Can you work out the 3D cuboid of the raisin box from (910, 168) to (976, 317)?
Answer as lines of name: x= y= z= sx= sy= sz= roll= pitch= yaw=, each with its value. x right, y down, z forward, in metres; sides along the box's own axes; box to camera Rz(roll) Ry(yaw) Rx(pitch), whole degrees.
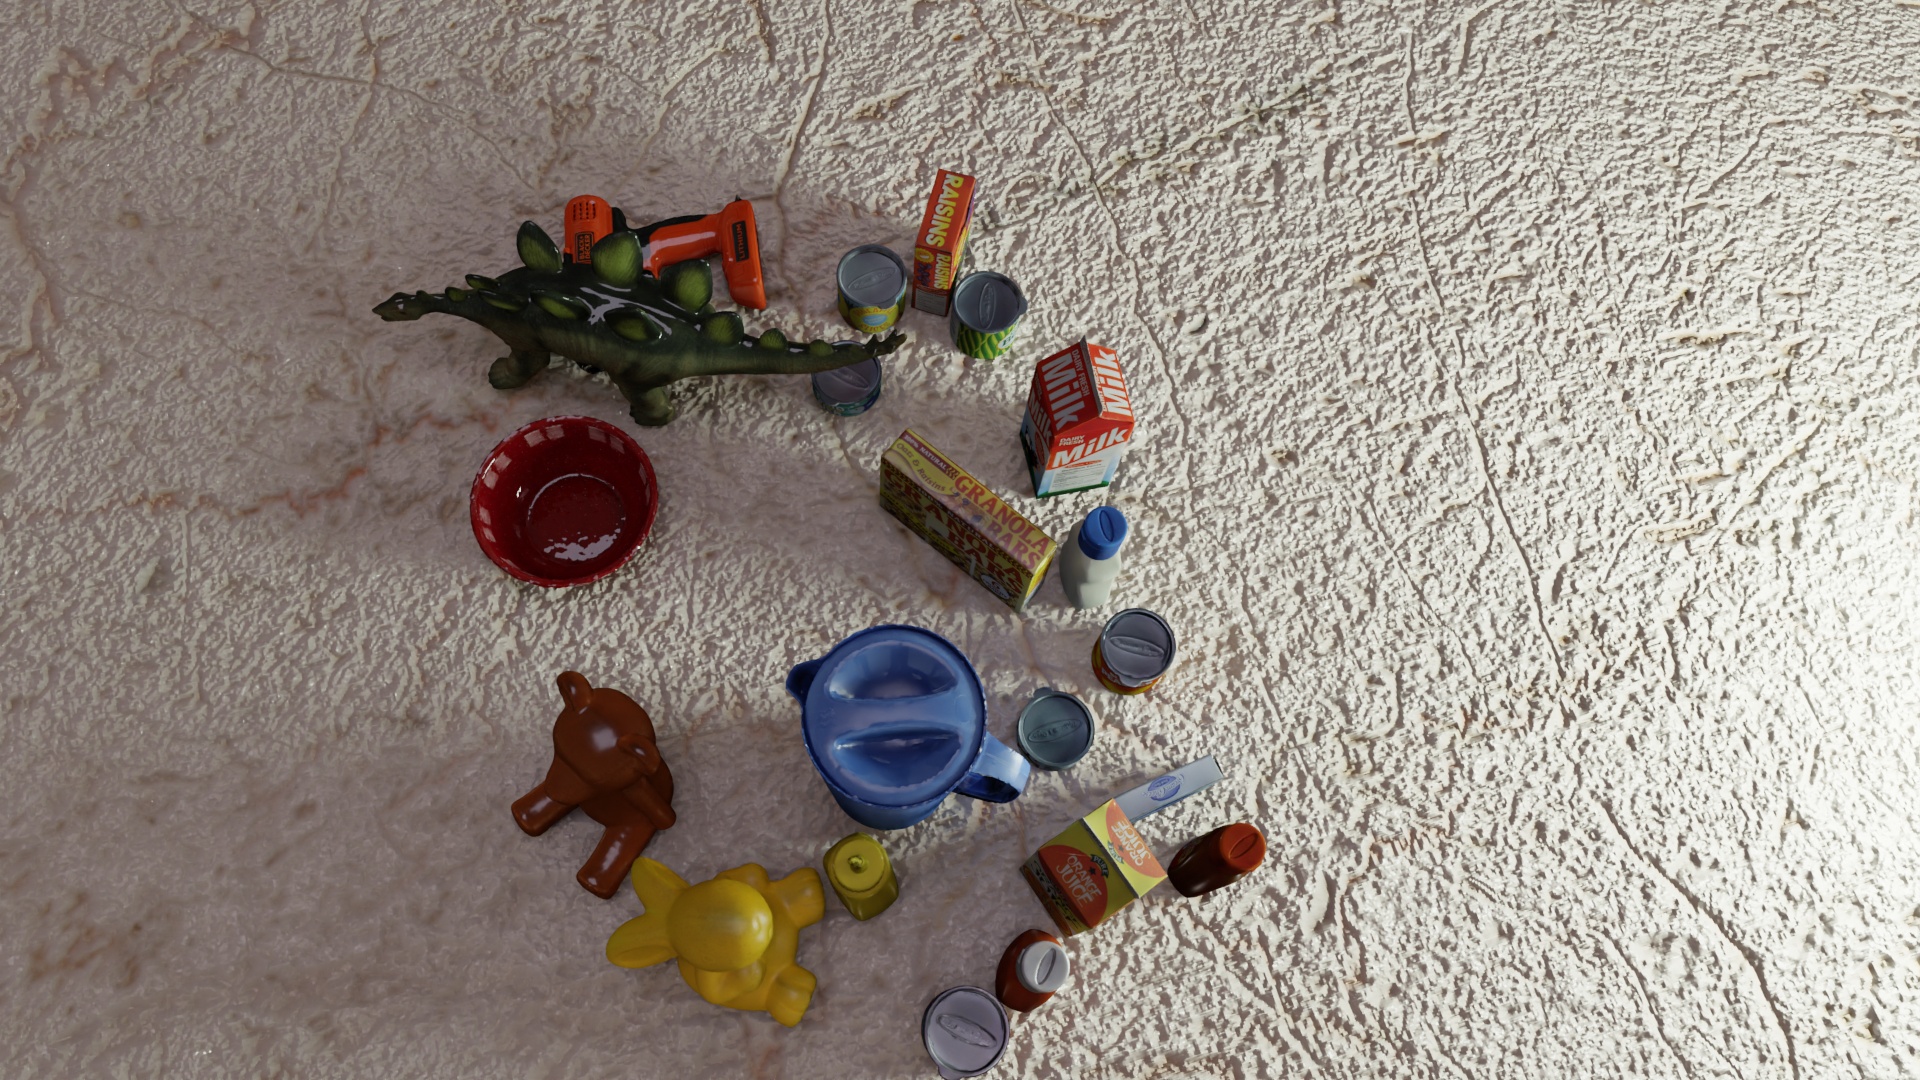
raisin box: x=-0.016 y=-0.278 z=1.306 sx=0.040 sy=0.123 sz=0.086 roll=15 pitch=71 yaw=2

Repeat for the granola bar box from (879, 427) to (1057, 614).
granola bar box: x=0.004 y=-0.015 z=1.215 sx=0.166 sy=0.123 sz=0.039 roll=38 pitch=73 yaw=9

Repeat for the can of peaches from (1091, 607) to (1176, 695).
can of peaches: x=0.150 y=0.101 z=1.219 sx=0.071 sy=0.058 sz=0.071 roll=1 pitch=71 yaw=-3

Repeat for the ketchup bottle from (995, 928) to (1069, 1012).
ketchup bottle: x=0.057 y=0.334 z=1.084 sx=0.043 sy=0.148 sz=0.065 roll=24 pitch=72 yaw=5

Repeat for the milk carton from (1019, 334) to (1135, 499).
milk carton: x=0.102 y=-0.107 z=1.218 sx=0.073 sy=0.190 sz=0.072 roll=-10 pitch=72 yaw=-7

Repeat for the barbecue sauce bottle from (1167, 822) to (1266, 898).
barbecue sauce bottle: x=0.210 y=0.255 z=1.121 sx=0.065 sy=0.148 sz=0.044 roll=-35 pitch=77 yaw=-14

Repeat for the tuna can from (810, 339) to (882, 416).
tuna can: x=-0.108 y=-0.150 z=1.303 sx=0.071 sy=0.032 sz=0.071 roll=1 pitch=71 yaw=-3

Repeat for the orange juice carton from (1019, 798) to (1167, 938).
orange juice carton: x=0.103 y=0.258 z=1.090 sx=0.073 sy=0.192 sz=0.072 roll=-32 pitch=76 yaw=-13

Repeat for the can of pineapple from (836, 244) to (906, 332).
can of pineapple: x=-0.084 y=-0.237 z=1.322 sx=0.071 sy=0.057 sz=0.071 roll=1 pitch=71 yaw=-3

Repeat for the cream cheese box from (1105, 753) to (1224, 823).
cream cheese box: x=0.169 y=0.216 z=1.183 sx=0.104 sy=0.053 sz=0.024 roll=-22 pitch=74 yaw=-11

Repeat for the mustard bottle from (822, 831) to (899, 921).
mustard bottle: x=-0.078 y=0.261 z=1.094 sx=0.049 sy=0.159 sz=0.065 roll=-32 pitch=76 yaw=-13

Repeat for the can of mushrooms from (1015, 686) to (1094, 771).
can of mushrooms: x=0.081 y=0.164 z=1.206 sx=0.071 sy=0.033 sz=0.071 roll=1 pitch=71 yaw=-3

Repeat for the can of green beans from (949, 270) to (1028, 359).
can of green beans: x=0.024 y=-0.213 z=1.321 sx=0.071 sy=0.057 sz=0.071 roll=1 pitch=71 yaw=-3

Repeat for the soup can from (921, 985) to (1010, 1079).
soup can: x=0.001 y=0.389 z=1.096 sx=0.071 sy=0.083 sz=0.071 roll=1 pitch=71 yaw=-3

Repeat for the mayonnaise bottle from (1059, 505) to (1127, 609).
mayonnaise bottle: x=0.115 y=0.012 z=1.200 sx=0.041 sy=0.147 sz=0.065 roll=-12 pitch=72 yaw=-7
